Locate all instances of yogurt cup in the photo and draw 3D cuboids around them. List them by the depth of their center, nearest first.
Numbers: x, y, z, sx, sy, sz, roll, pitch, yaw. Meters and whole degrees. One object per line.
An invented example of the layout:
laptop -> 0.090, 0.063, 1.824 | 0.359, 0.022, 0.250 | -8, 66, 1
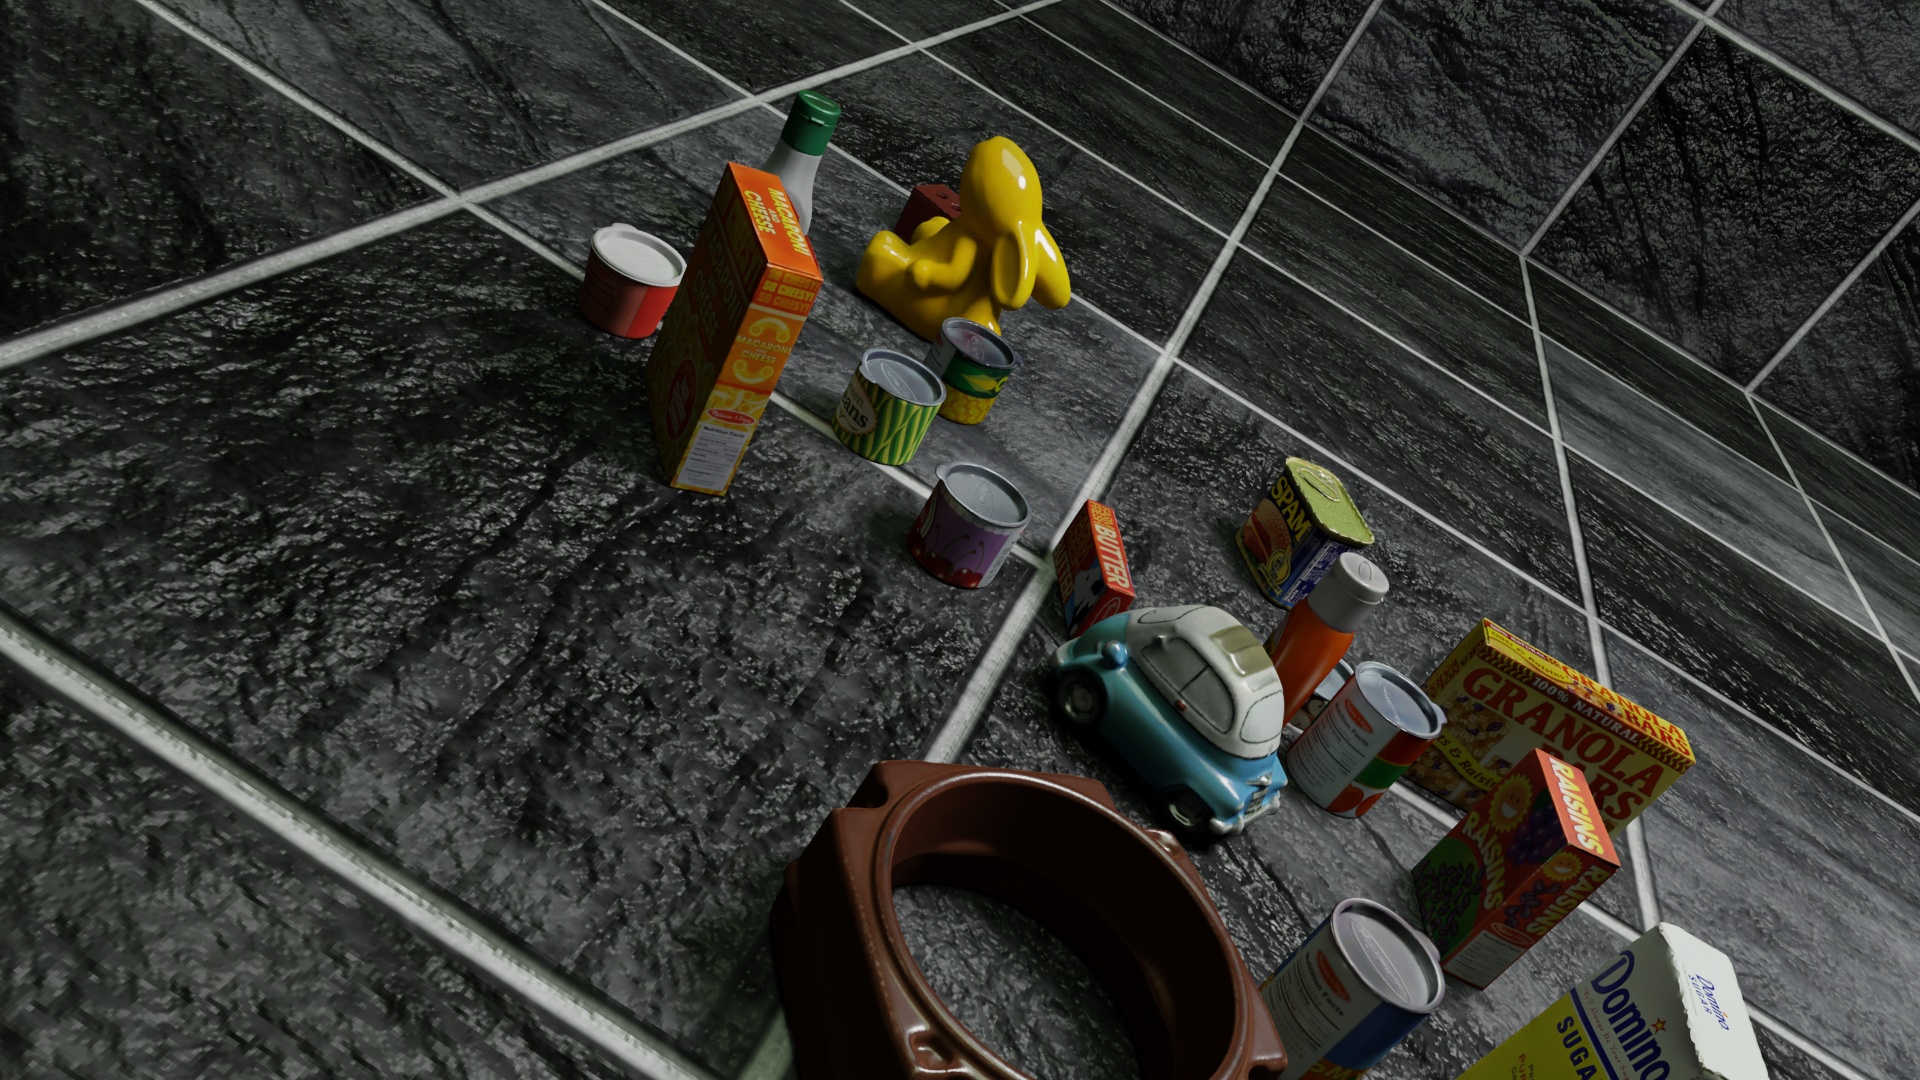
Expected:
yogurt cup -> -0.231, -0.177, 0.966 | 0.072, 0.053, 0.073 | 22, 32, -14

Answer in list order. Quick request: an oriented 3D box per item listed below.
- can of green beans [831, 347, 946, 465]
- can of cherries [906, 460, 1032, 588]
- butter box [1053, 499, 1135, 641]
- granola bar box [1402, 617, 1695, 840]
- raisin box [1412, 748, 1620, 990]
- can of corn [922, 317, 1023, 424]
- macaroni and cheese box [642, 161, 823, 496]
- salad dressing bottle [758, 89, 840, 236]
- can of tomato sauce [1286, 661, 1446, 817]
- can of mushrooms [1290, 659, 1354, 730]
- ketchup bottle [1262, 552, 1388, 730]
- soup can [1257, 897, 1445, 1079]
can of green beans -> -0.052, -0.096, 0.999 | 0.071, 0.057, 0.071 | 22, 32, -14
can of cherries -> 0.003, -0.012, 0.925 | 0.071, 0.058, 0.072 | 22, 32, -14
butter box -> 0.091, 0.022, 0.957 | 0.024, 0.053, 0.104 | 20, 32, -18
granola bar box -> 0.401, 0.145, 0.977 | 0.165, 0.123, 0.039 | 29, 31, -3
raisin box -> 0.333, 0.199, 0.842 | 0.040, 0.122, 0.086 | 27, 31, -8
can of corn -> 0.005, -0.133, 1.101 | 0.071, 0.058, 0.071 | 22, 32, -14
macaroni and cheese box -> -0.145, -0.131, 0.863 | 0.040, 0.165, 0.124 | 10, 36, -31
salad dressing bottle -> -0.140, -0.284, 1.108 | 0.064, 0.147, 0.044 | 17, 33, -23
can of tomato sauce -> 0.267, 0.133, 0.920 | 0.071, 0.082, 0.071 | 22, 32, -15
can of mushrooms -> 0.252, 0.106, 0.994 | 0.071, 0.033, 0.071 | 22, 32, -14
ketchup bottle -> 0.220, 0.074, 0.901 | 0.043, 0.148, 0.065 | 32, 31, 1
soup can -> 0.197, 0.235, 0.711 | 0.071, 0.083, 0.072 | 22, 32, -15
